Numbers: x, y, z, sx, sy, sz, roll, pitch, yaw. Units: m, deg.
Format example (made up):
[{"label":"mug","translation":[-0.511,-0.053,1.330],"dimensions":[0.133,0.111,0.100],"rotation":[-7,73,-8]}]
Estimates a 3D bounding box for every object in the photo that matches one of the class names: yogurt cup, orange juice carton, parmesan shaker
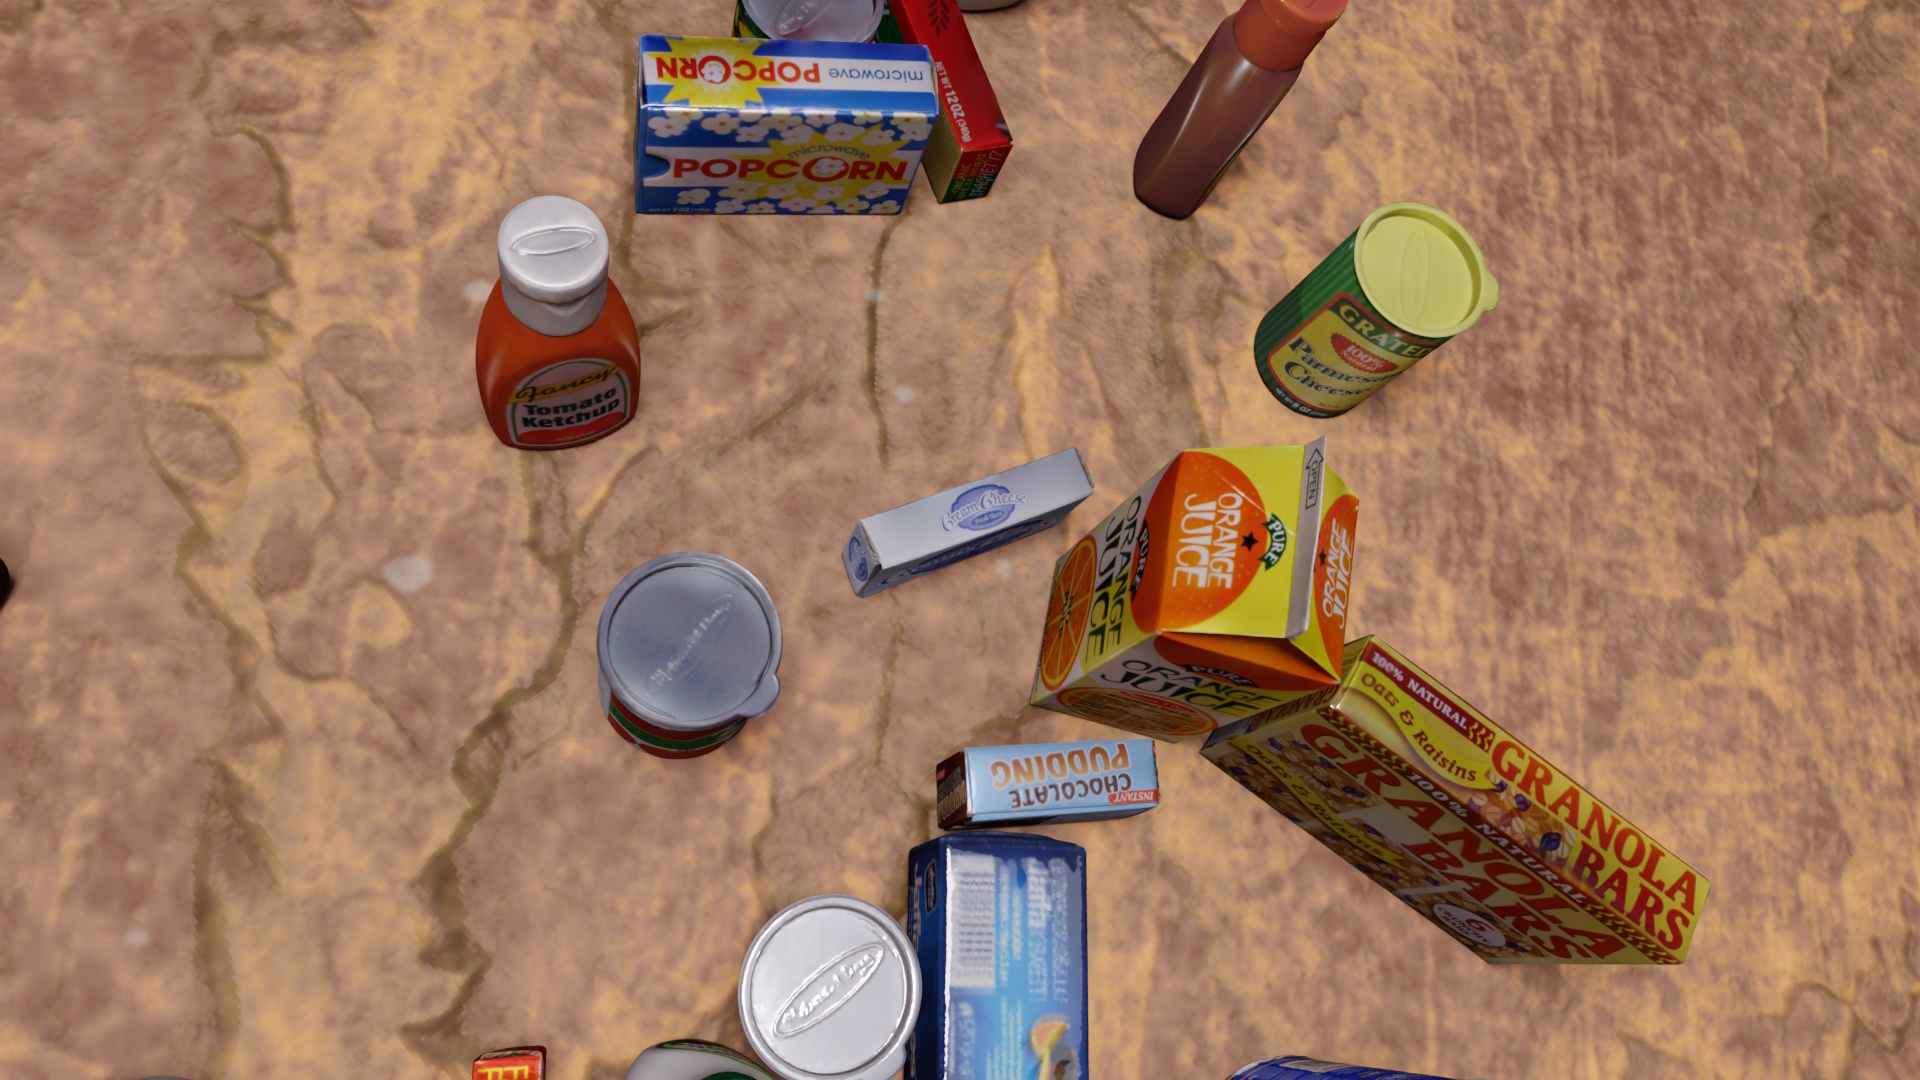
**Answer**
[{"label":"yogurt cup","translation":[-0.053,0.171,0.531],"dimensions":[0.072,0.053,0.072],"rotation":[4,72,-13]},{"label":"orange juice carton","translation":[0.093,0.023,0.541],"dimensions":[0.073,0.192,0.072],"rotation":[15,70,-10]},{"label":"parmesan shaker","translation":[0.193,-0.104,0.656],"dimensions":[0.071,0.102,0.071],"rotation":[4,72,-13]}]

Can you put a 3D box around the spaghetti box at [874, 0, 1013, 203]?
[{"label":"spaghetti box","translation":[-0.035,-0.287,0.682],"dimensions":[0.029,0.050,0.250],"rotation":[-16,78,-19]}]

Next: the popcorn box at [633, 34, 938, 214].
[{"label":"popcorn box","translation":[-0.080,-0.182,0.618],"dimensions":[0.127,0.085,0.038],"rotation":[-4,74,-16]}]

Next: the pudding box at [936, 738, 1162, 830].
[{"label":"pudding box","translation":[0.036,0.102,0.578],"dimensions":[0.084,0.049,0.030],"rotation":[-1,74,-15]}]

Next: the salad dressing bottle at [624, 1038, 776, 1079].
[{"label":"salad dressing bottle","translation":[-0.082,0.195,0.465],"dimensions":[0.064,0.147,0.044],"rotation":[25,69,-6]}]

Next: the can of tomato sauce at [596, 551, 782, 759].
[{"label":"can of tomato sauce","translation":[-0.105,0.048,0.540],"dimensions":[0.071,0.083,0.071],"rotation":[4,72,-13]}]

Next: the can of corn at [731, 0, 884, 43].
[{"label":"can of corn","translation":[-0.076,-0.241,0.653],"dimensions":[0.071,0.058,0.071],"rotation":[4,72,-13]}]

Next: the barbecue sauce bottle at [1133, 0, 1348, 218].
[{"label":"barbecue sauce bottle","translation":[0.128,-0.213,0.649],"dimensions":[0.044,0.148,0.065],"rotation":[25,69,-6]}]

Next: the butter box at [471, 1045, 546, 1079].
[{"label":"butter box","translation":[-0.159,0.232,0.484],"dimensions":[0.024,0.053,0.104],"rotation":[2,73,-14]}]

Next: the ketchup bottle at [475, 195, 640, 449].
[{"label":"ketchup bottle","translation":[-0.154,-0.080,0.532],"dimensions":[0.065,0.148,0.043],"rotation":[-15,78,-18]}]

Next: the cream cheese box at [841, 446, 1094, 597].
[{"label":"cream cheese box","translation":[0.002,-0.008,0.602],"dimensions":[0.104,0.053,0.024],"rotation":[-20,79,-19]}]

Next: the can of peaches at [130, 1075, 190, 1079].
[{"label":"can of peaches","translation":[-0.277,0.215,0.456],"dimensions":[0.071,0.058,0.071],"rotation":[4,72,-13]}]

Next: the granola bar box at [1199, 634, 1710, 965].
[{"label":"granola bar box","translation":[0.198,0.113,0.578],"dimensions":[0.165,0.123,0.039],"rotation":[36,68,-2]}]
